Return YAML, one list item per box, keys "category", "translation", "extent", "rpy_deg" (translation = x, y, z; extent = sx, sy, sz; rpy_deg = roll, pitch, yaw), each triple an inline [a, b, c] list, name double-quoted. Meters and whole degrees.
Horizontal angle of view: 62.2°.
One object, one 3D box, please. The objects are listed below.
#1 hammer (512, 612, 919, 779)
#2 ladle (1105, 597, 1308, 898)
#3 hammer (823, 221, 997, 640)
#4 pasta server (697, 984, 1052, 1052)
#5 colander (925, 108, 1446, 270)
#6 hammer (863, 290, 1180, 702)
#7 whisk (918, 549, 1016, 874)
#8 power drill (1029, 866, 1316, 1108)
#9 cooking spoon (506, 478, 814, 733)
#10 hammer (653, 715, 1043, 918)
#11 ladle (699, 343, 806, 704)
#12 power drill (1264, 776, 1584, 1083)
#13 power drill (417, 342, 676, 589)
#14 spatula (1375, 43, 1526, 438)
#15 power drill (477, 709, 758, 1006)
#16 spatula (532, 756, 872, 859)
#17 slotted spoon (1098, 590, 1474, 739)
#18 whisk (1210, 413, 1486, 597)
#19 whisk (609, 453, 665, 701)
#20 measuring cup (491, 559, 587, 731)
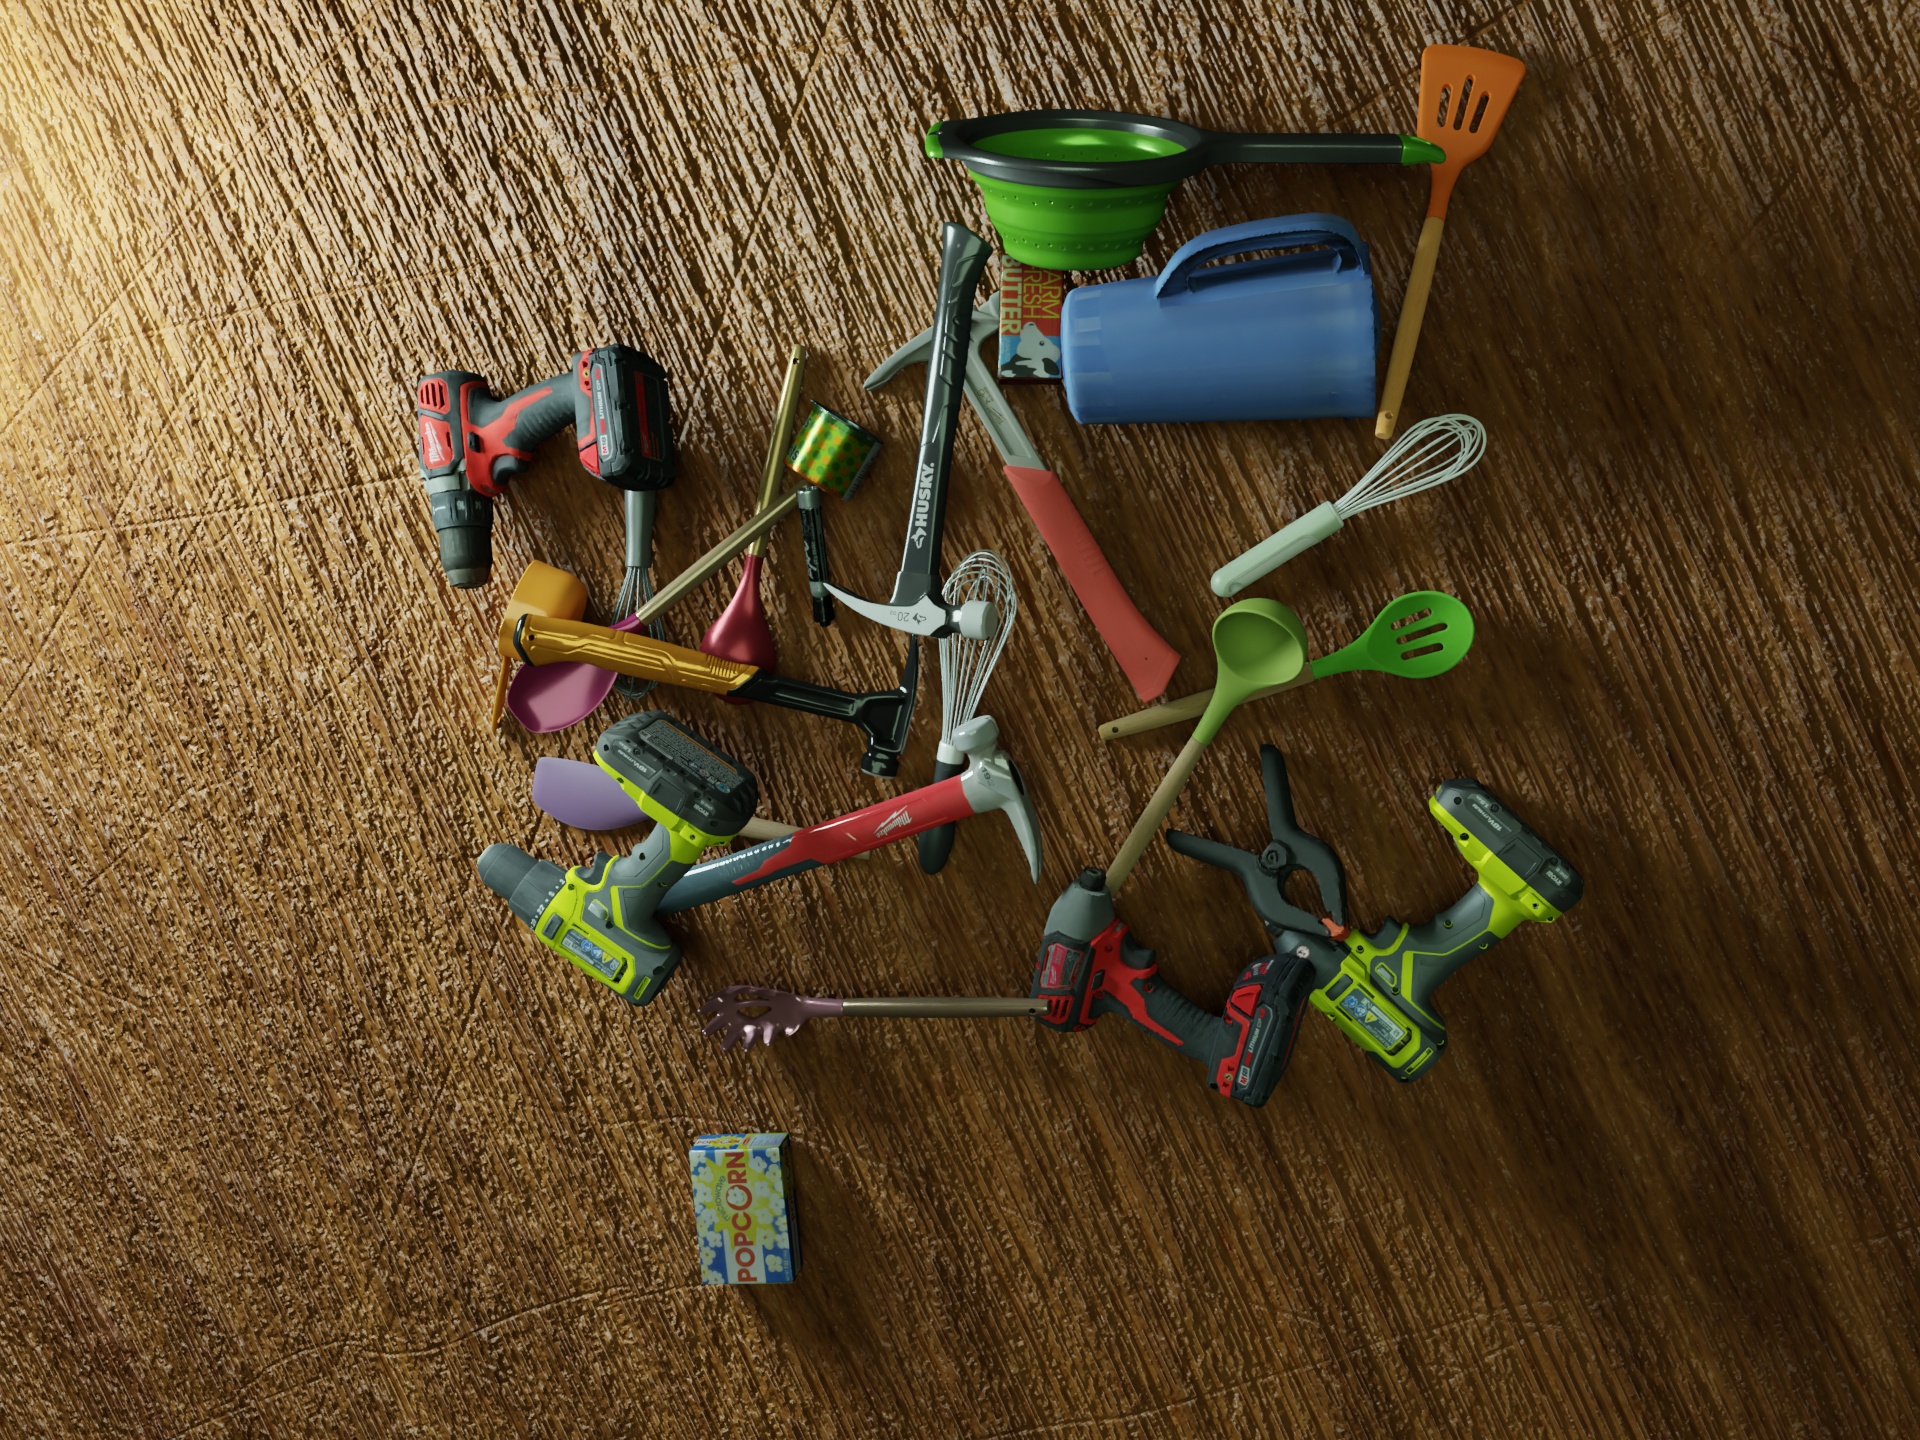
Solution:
- category: "hammer"
  translation: [-0.202, -0.045, 1.335]
  extent: [0.336, 0.034, 0.127]
  rpy_deg: [12, 99, -9]
- category: "ladle"
  translation: [0.181, 0.041, 1.302]
  extent: [0.078, 0.062, 0.320]
  rpy_deg: [32, 107, 8]
- category: "hammer"
  translation: [-0.023, -0.236, 1.290]
  extent: [0.146, 0.035, 0.335]
  rpy_deg: [8, 91, 24]
- category: "pasta server"
  translation: [-0.076, 0.249, 1.359]
  extent: [0.316, 0.040, 0.060]
  rpy_deg: [-4, 109, 21]
- category: "colander"
  translation: [0.171, -0.408, 1.239]
  extent: [0.397, 0.205, 0.094]
  rpy_deg: [1, 122, 1]
- category: "hammer"
  translation: [0.067, -0.172, 1.326]
  extent: [0.149, 0.037, 0.359]
  rpy_deg: [-30, 89, 10]
- category: "whisk"
  translation: [-0.003, -0.004, 1.343]
  extent: [0.070, 0.070, 0.284]
  rpy_deg: [12, 102, 8]
- category: "power drill"
  translation: [0.168, 0.213, 1.300]
  extent: [0.220, 0.078, 0.143]
  rpy_deg: [19, 112, 21]
- category: "cooking spoon"
  translation: [-0.250, -0.101, 1.347]
  extent: [0.319, 0.017, 0.068]
  rpy_deg: [-39, 102, 0]
- category: "hammer"
  translation: [-0.121, 0.123, 1.359]
  extent: [0.386, 0.038, 0.143]
  rpy_deg: [-20, 101, 17]
- category: "ladle"
  translation: [-0.169, -0.167, 1.370]
  extent: [0.069, 0.031, 0.315]
  rpy_deg: [13, 95, 5]
- category: "power drill"
  translation: [0.372, 0.160, 1.288]
  extent: [0.171, 0.080, 0.223]
  rpy_deg: [43, 102, 8]
- category: "power drill"
  translation: [-0.360, -0.217, 1.352]
  extent: [0.227, 0.080, 0.188]
  rpy_deg: [-7, 87, 20]
- category: "spatula"
  translation: [0.364, -0.371, 1.234]
  extent: [0.081, 0.041, 0.323]
  rpy_deg: [14, 79, 7]
- category: "power drill"
  translation: [-0.290, 0.108, 1.335]
  extent: [0.190, 0.080, 0.228]
  rpy_deg: [35, 112, 2]
- category: "spatula"
  translation: [-0.231, 0.087, 1.404]
  extent: [0.316, 0.018, 0.060]
  rpy_deg: [10, 98, 9]
- category: "slotted spoon"
  translation: [0.264, -0.035, 1.312]
  extent: [0.314, 0.031, 0.070]
  rpy_deg: [-17, 92, 12]
- category: "whisk"
  translation: [0.310, -0.170, 1.284]
  extent: [0.246, 0.057, 0.059]
  rpy_deg: [-32, 55, 14]
- category: "whisk"
  translation: [-0.280, -0.135, 1.379]
  extent: [0.055, 0.055, 0.239]
  rpy_deg: [3, 92, 9]
- category: "measuring cup"
  translation: [-0.371, -0.054, 1.393]
  extent: [0.052, 0.095, 0.173]
  rpy_deg: [19, 118, -4]
